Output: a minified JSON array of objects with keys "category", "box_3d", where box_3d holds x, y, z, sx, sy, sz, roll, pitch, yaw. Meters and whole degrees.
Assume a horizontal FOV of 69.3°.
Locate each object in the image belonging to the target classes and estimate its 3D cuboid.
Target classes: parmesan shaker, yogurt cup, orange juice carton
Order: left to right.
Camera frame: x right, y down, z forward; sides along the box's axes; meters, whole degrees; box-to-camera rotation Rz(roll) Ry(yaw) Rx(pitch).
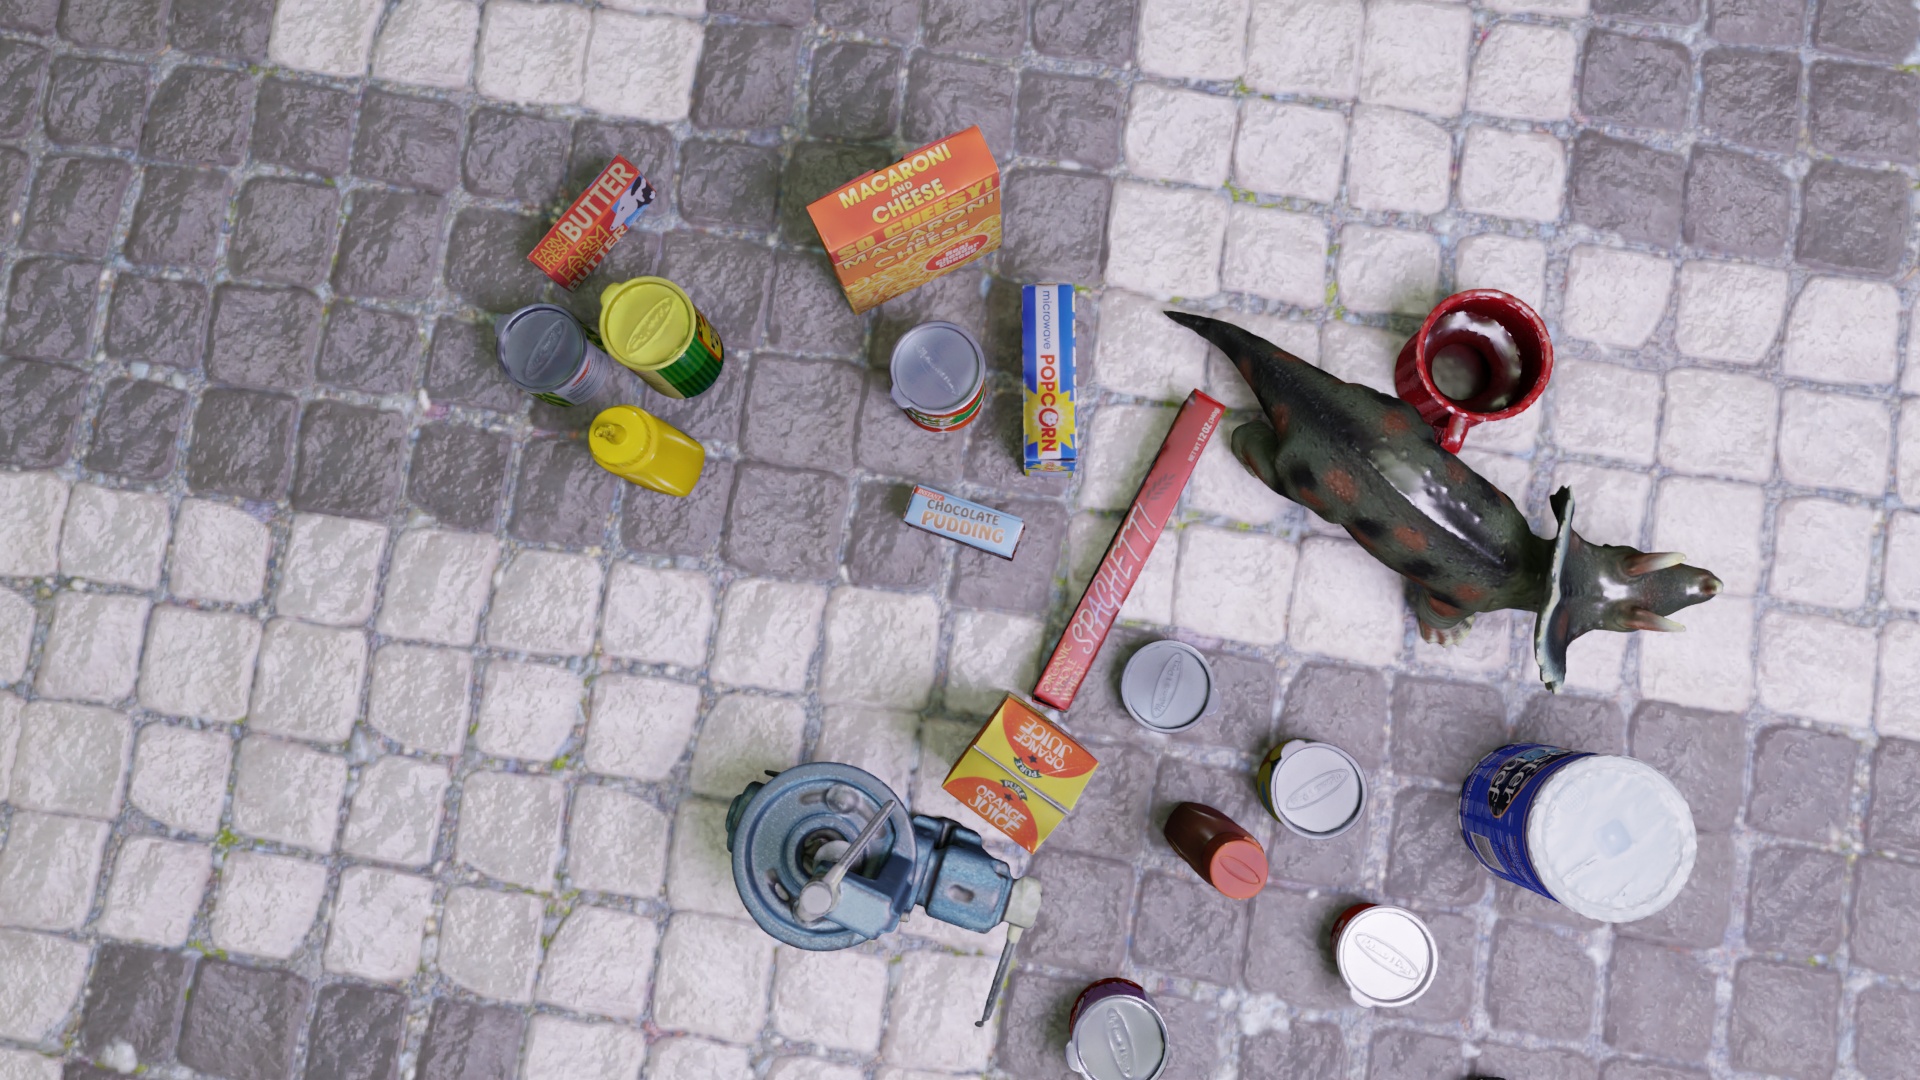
[{"category":"parmesan shaker","box_3d":[-0.213,-0.145,0.995,0.071,0.103,0.071,0,85,2]},{"category":"orange juice carton","box_3d":[0.039,0.149,0.913,0.072,0.192,0.073,36,87,5]},{"category":"yogurt cup","box_3d":[0.289,0.283,0.961,0.072,0.054,0.072,0,85,2]}]

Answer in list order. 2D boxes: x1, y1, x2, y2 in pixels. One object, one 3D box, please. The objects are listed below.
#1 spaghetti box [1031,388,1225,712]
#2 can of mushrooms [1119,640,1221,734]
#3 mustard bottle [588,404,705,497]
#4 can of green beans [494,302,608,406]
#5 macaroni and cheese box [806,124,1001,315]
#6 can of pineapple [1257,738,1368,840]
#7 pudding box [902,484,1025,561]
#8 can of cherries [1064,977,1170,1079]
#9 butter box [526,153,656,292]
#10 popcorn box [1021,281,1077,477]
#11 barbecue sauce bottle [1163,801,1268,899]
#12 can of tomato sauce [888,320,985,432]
[{"category":"spaghetti box","box_3d":[0.119,0.009,0.995,0.029,0.050,0.250,28,86,4]},{"category":"can of mushrooms","box_3d":[0.149,0.105,0.993,0.071,0.033,0.071,0,84,2]},{"category":"mustard bottle","box_3d":[-0.221,-0.064,0.958,0.065,0.160,0.049,20,86,4]},{"category":"can of green beans","box_3d":[-0.298,-0.135,1.019,0.071,0.058,0.071,0,85,2]},{"category":"macaroni and cheese box","box_3d":[-0.035,-0.218,0.964,0.124,0.166,0.040,-26,85,0]},{"category":"can of pineapple","box_3d":[0.244,0.171,0.972,0.071,0.058,0.071,0,85,2]},{"category":"pudding box","box_3d":[0.004,-0.013,1.001,0.084,0.049,0.030,19,86,4]},{"category":"can of cherries","box_3d":[0.106,0.341,0.959,0.071,0.058,0.071,0,85,2]},{"category":"butter box","box_3d":[-0.272,-0.234,1.030,0.024,0.053,0.103,40,87,5]},{"category":"popcorn box","box_3d":[0.063,-0.112,0.992,0.038,0.085,0.126,-1,85,2]},{"category":"barbecue sauce bottle","box_3d":[0.174,0.208,0.925,0.065,0.148,0.043,32,87,4]},{"category":"can of tomato sauce","box_3d":[-0.016,-0.114,0.995,0.071,0.083,0.071,0,85,2]}]
